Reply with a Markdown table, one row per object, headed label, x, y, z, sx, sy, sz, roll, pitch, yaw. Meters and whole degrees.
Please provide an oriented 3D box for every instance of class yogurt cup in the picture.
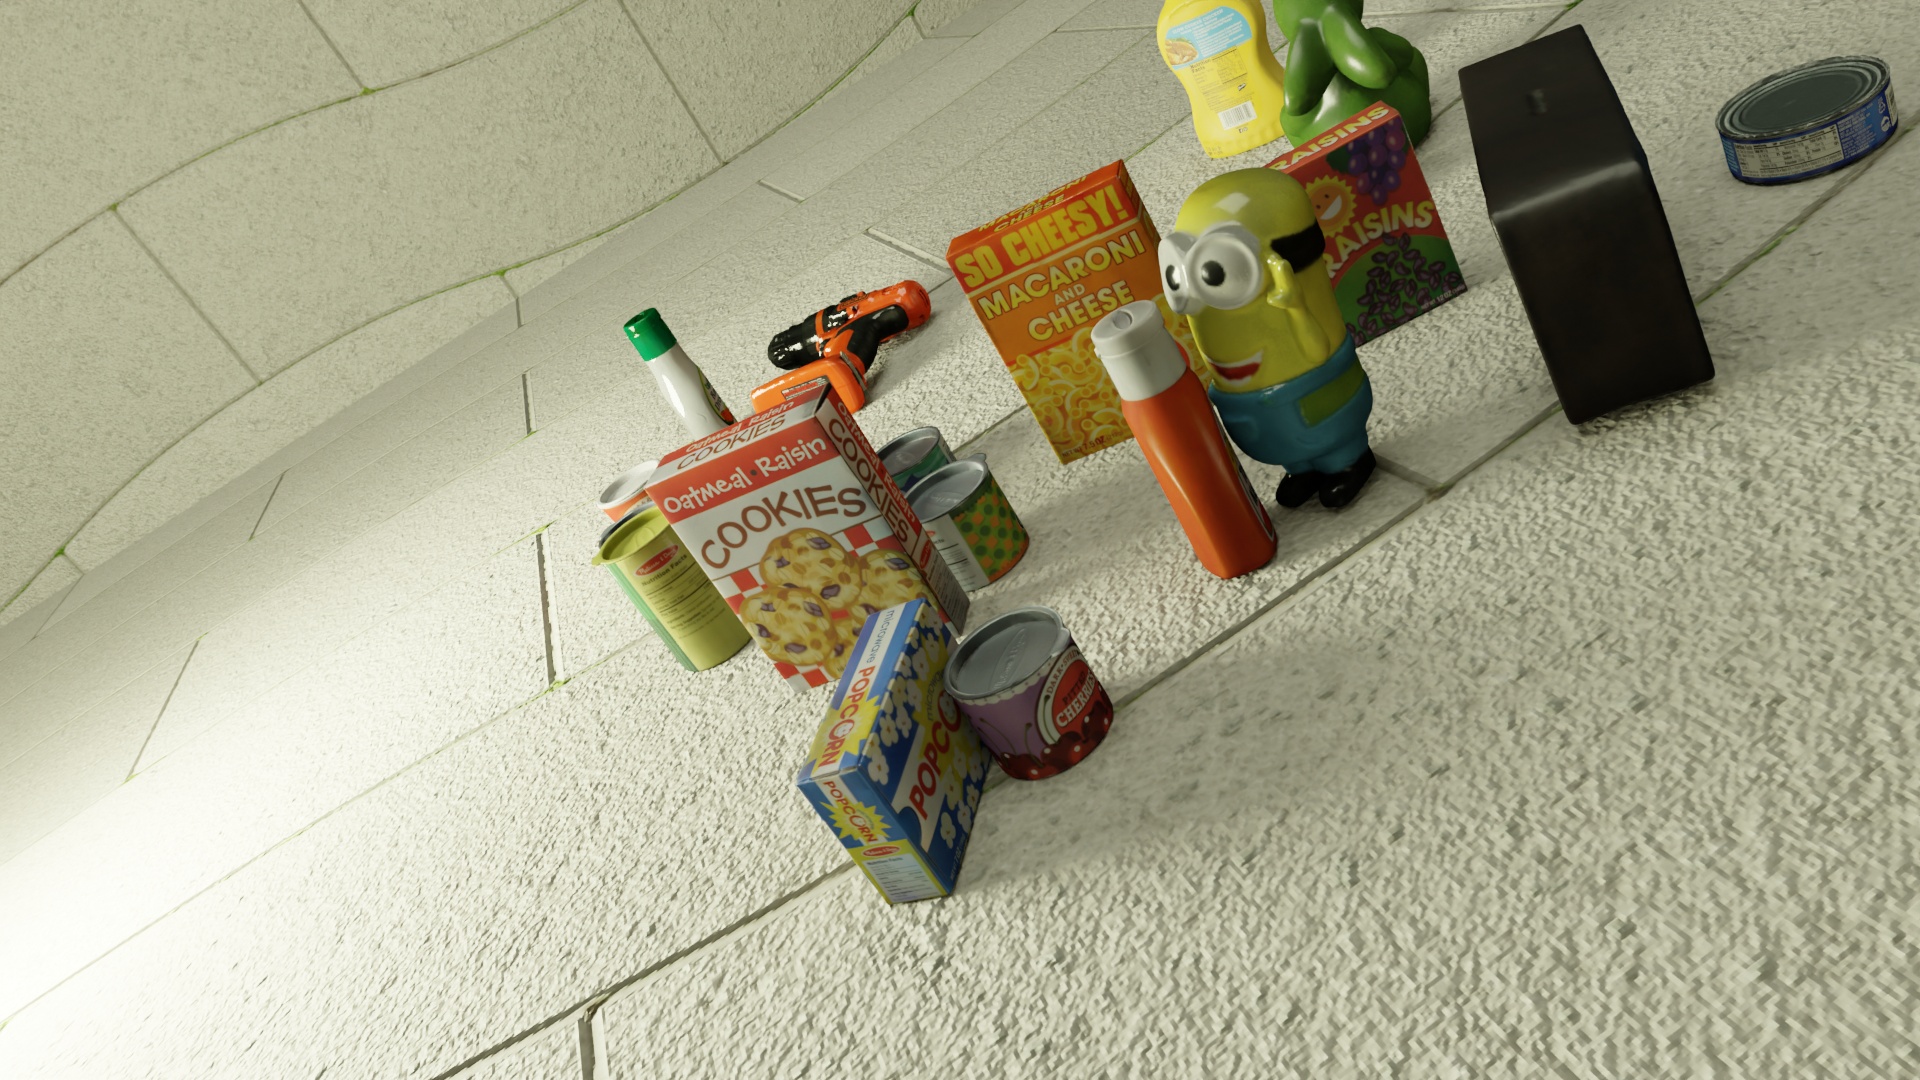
| label | x | y | z | sx | sy | sz | roll | pitch | yaw |
| --- | --- | --- | --- | --- | --- | --- | --- | --- | --- |
| yogurt cup | -0.280 | -0.032 | 1.234 | 0.072 | 0.053 | 0.073 | -25 | 26 | 13 |

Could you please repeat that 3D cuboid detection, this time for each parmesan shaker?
| label | x | y | z | sx | sy | sz | roll | pitch | yaw |
| --- | --- | --- | --- | --- | --- | --- | --- | --- | --- |
| parmesan shaker | -0.196 | 0.034 | 0.964 | 0.071 | 0.102 | 0.071 | -26 | 26 | 13 |

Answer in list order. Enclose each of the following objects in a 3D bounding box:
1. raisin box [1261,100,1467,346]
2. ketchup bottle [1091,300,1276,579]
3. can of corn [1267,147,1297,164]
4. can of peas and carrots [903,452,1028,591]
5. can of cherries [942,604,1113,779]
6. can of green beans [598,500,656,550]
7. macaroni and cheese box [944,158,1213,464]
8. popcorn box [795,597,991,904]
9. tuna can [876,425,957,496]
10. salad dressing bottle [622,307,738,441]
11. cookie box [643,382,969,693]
| label | x | y | z | sx | sy | sz | roll | pitch | yaw |
| --- | --- | --- | --- | --- | --- | --- | --- | --- | --- |
| raisin box | 0.247 | -0.191 | 0.853 | 0.086 | 0.123 | 0.040 | -27 | 25 | 10 |
| ketchup bottle | 0.115 | -0.053 | 0.719 | 0.043 | 0.148 | 0.065 | -28 | 25 | 9 |
| can of corn | 0.255 | -0.252 | 1.028 | 0.071 | 0.058 | 0.071 | -25 | 26 | 13 |
| can of peas and carrots | 0.003 | -0.011 | 0.874 | 0.071 | 0.058 | 0.071 | -25 | 26 | 13 |
| can of cherries | 0.036 | 0.075 | 0.683 | 0.071 | 0.058 | 0.072 | -25 | 26 | 13 |
| can of green beans | -0.248 | 0.009 | 1.121 | 0.071 | 0.057 | 0.071 | -25 | 26 | 13 |
| macaroni and cheese box | 0.084 | -0.144 | 0.899 | 0.123 | 0.166 | 0.040 | -22 | 27 | 21 |
| popcorn box | -0.025 | 0.099 | 0.676 | 0.038 | 0.085 | 0.127 | -19 | 28 | 26 |
| tuna can | -0.038 | -0.051 | 1.023 | 0.071 | 0.032 | 0.071 | -25 | 26 | 13 |
| salad dressing bottle | -0.264 | -0.151 | 1.322 | 0.044 | 0.147 | 0.064 | -30 | 25 | 5 |
| cookie box | -0.089 | 0.002 | 0.826 | 0.123 | 0.167 | 0.040 | -21 | 27 | 23 |
